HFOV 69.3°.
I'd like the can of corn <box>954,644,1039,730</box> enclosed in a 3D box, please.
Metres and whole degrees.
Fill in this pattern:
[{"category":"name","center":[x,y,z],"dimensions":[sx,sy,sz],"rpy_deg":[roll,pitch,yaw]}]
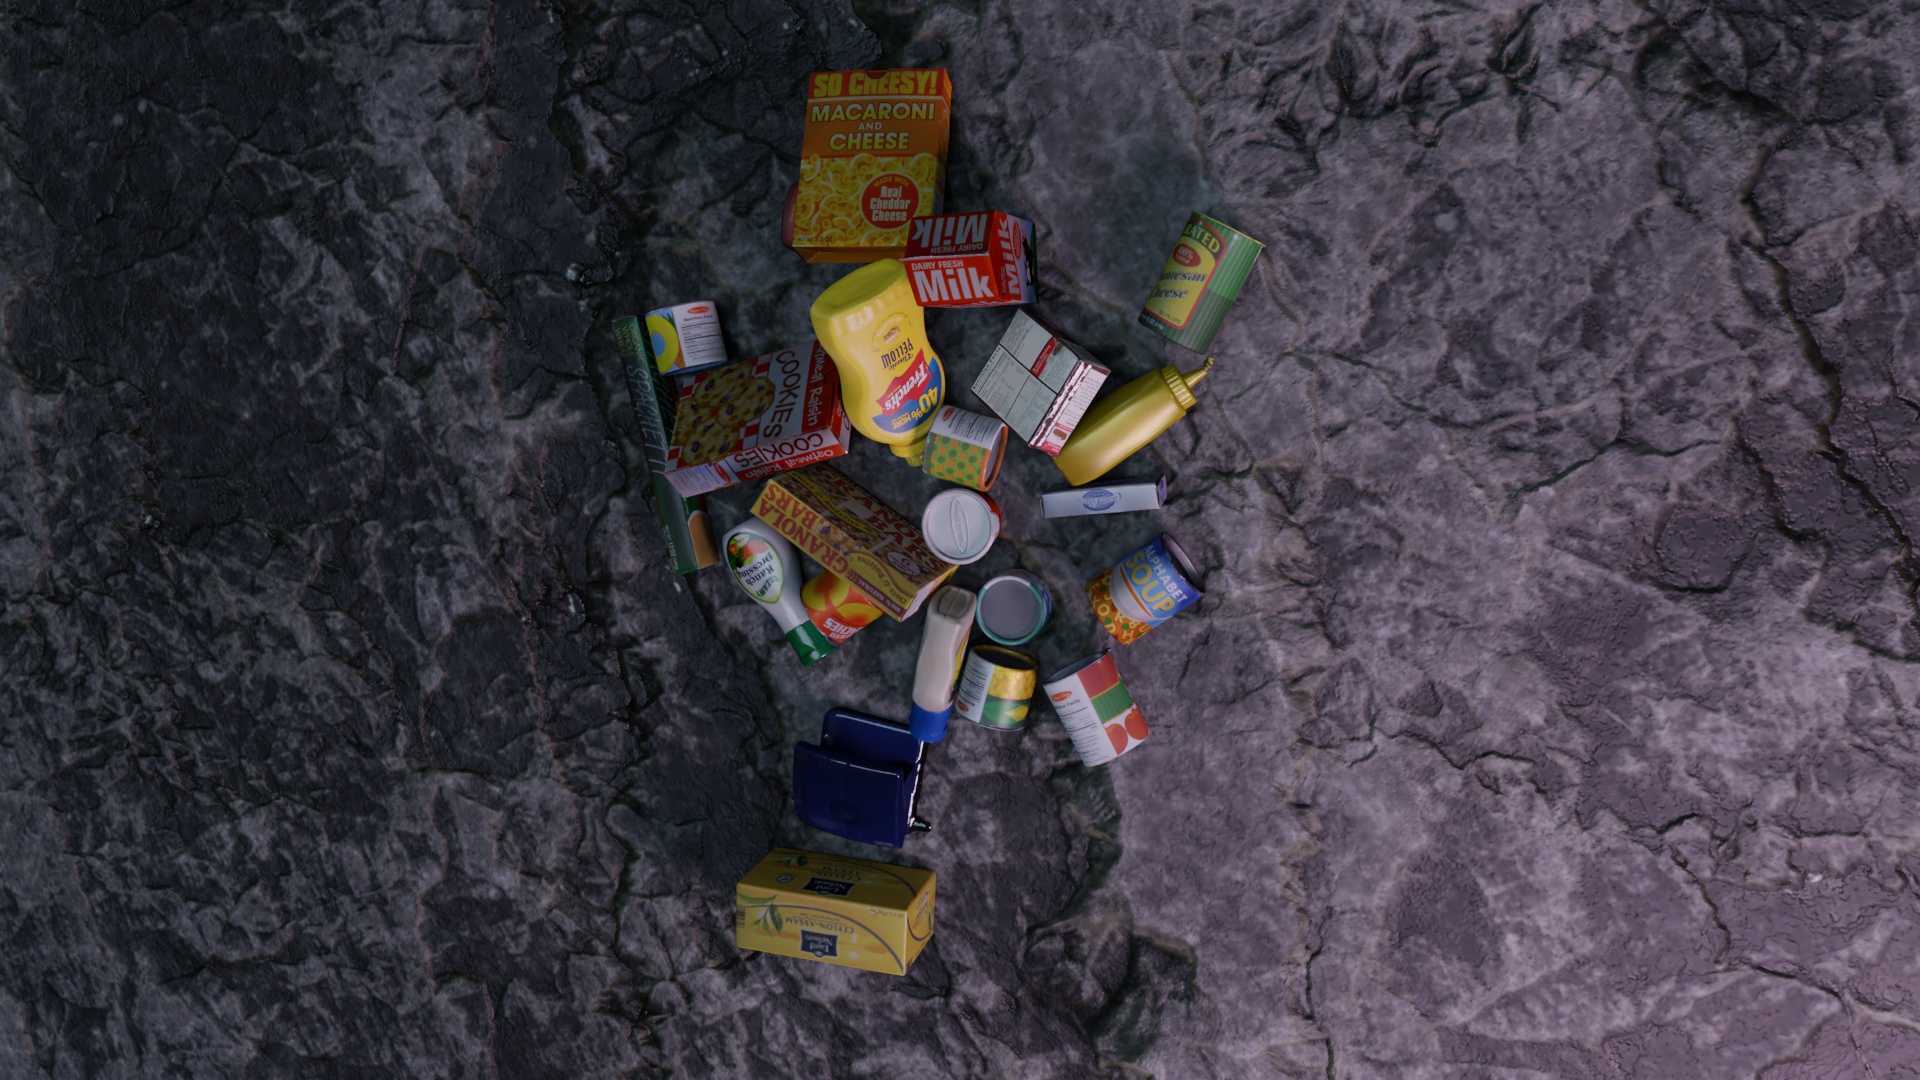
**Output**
[{"category":"can of corn","center":[0.035,0.133,1.258],"dimensions":[0.071,0.071,0.058],"rpy_deg":[17,102,13]}]

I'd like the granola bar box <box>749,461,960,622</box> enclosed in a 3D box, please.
[{"category":"granola bar box","center":[-0.090,-0.004,1.242],"dimensions":[0.166,0.124,0.039],"rpy_deg":[36,109,8]}]

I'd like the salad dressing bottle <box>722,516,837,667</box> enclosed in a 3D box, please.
[{"category":"salad dressing bottle","center":[-0.169,0.049,1.314],"dimensions":[0.064,0.044,0.147],"rpy_deg":[-32,88,22]}]

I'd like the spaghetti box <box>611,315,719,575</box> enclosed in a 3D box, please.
[{"category":"spaghetti box","center":[-0.281,-0.092,1.324],"dimensions":[0.028,0.050,0.249],"rpy_deg":[-12,94,15]}]

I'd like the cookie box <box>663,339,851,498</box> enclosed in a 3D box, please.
[{"category":"cookie box","center":[-0.179,-0.114,1.258],"dimensions":[0.167,0.123,0.040],"rpy_deg":[-14,137,17]}]

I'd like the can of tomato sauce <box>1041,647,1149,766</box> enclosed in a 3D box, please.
[{"category":"can of tomato sauce","center":[0.122,0.148,1.235],"dimensions":[0.071,0.071,0.083],"rpy_deg":[-28,90,18]}]

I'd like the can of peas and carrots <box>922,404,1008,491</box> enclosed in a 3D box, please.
[{"category":"can of peas and carrots","center":[0.005,-0.080,1.238],"dimensions":[0.059,0.071,0.070],"rpy_deg":[17,102,12]}]

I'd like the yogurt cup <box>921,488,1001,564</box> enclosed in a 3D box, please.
[{"category":"yogurt cup","center":[0.004,-0.016,1.251],"dimensions":[0.072,0.054,0.072],"rpy_deg":[2,98,16]}]

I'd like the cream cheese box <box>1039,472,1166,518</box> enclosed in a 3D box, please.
[{"category":"cream cheese box","center":[0.126,-0.039,1.214],"dimensions":[0.104,0.053,0.024],"rpy_deg":[-5,102,17]}]

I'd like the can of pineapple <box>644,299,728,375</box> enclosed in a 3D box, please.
[{"category":"can of pineapple","center":[-0.256,-0.189,1.296],"dimensions":[0.071,0.071,0.058],"rpy_deg":[-12,95,17]}]

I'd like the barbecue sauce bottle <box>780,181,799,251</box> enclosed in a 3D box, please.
[{"category":"barbecue sauce bottle","center":[-0.085,-0.281,1.246],"dimensions":[0.148,0.044,0.065],"rpy_deg":[12,93,14]}]

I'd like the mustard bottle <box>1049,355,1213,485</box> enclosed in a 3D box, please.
[{"category":"mustard bottle","center":[0.151,-0.108,1.192],"dimensions":[0.160,0.065,0.048],"rpy_deg":[-33,110,15]}]

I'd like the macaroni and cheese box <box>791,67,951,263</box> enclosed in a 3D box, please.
[{"category":"macaroni and cheese box","center":[-0.075,-0.326,1.208],"dimensions":[0.124,0.040,0.166],"rpy_deg":[2,79,12]}]

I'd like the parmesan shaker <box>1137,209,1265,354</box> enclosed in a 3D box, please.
[{"category":"parmesan shaker","center":[0.201,-0.214,1.160],"dimensions":[0.071,0.071,0.102],"rpy_deg":[29,104,10]}]

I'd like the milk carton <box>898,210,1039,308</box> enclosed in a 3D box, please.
[{"category":"milk carton","center":[0.010,-0.231,1.148],"dimensions":[0.072,0.191,0.073],"rpy_deg":[-1,98,16]}]

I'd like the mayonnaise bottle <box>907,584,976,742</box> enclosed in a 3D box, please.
[{"category":"mayonnaise bottle","center":[-0.019,0.116,1.261],"dimensions":[0.041,0.065,0.147],"rpy_deg":[16,121,9]}]

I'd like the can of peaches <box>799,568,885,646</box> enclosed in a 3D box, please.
[{"category":"can of peaches","center":[-0.105,0.054,1.284],"dimensions":[0.058,0.071,0.071],"rpy_deg":[-34,88,17]}]

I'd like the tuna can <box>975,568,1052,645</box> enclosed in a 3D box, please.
[{"category":"tuna can","center":[0.048,0.063,1.260],"dimensions":[0.071,0.033,0.071],"rpy_deg":[2,98,16]}]

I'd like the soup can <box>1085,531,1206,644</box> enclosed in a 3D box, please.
[{"category":"soup can","center":[0.160,0.042,1.206],"dimensions":[0.083,0.071,0.071],"rpy_deg":[-36,87,18]}]
